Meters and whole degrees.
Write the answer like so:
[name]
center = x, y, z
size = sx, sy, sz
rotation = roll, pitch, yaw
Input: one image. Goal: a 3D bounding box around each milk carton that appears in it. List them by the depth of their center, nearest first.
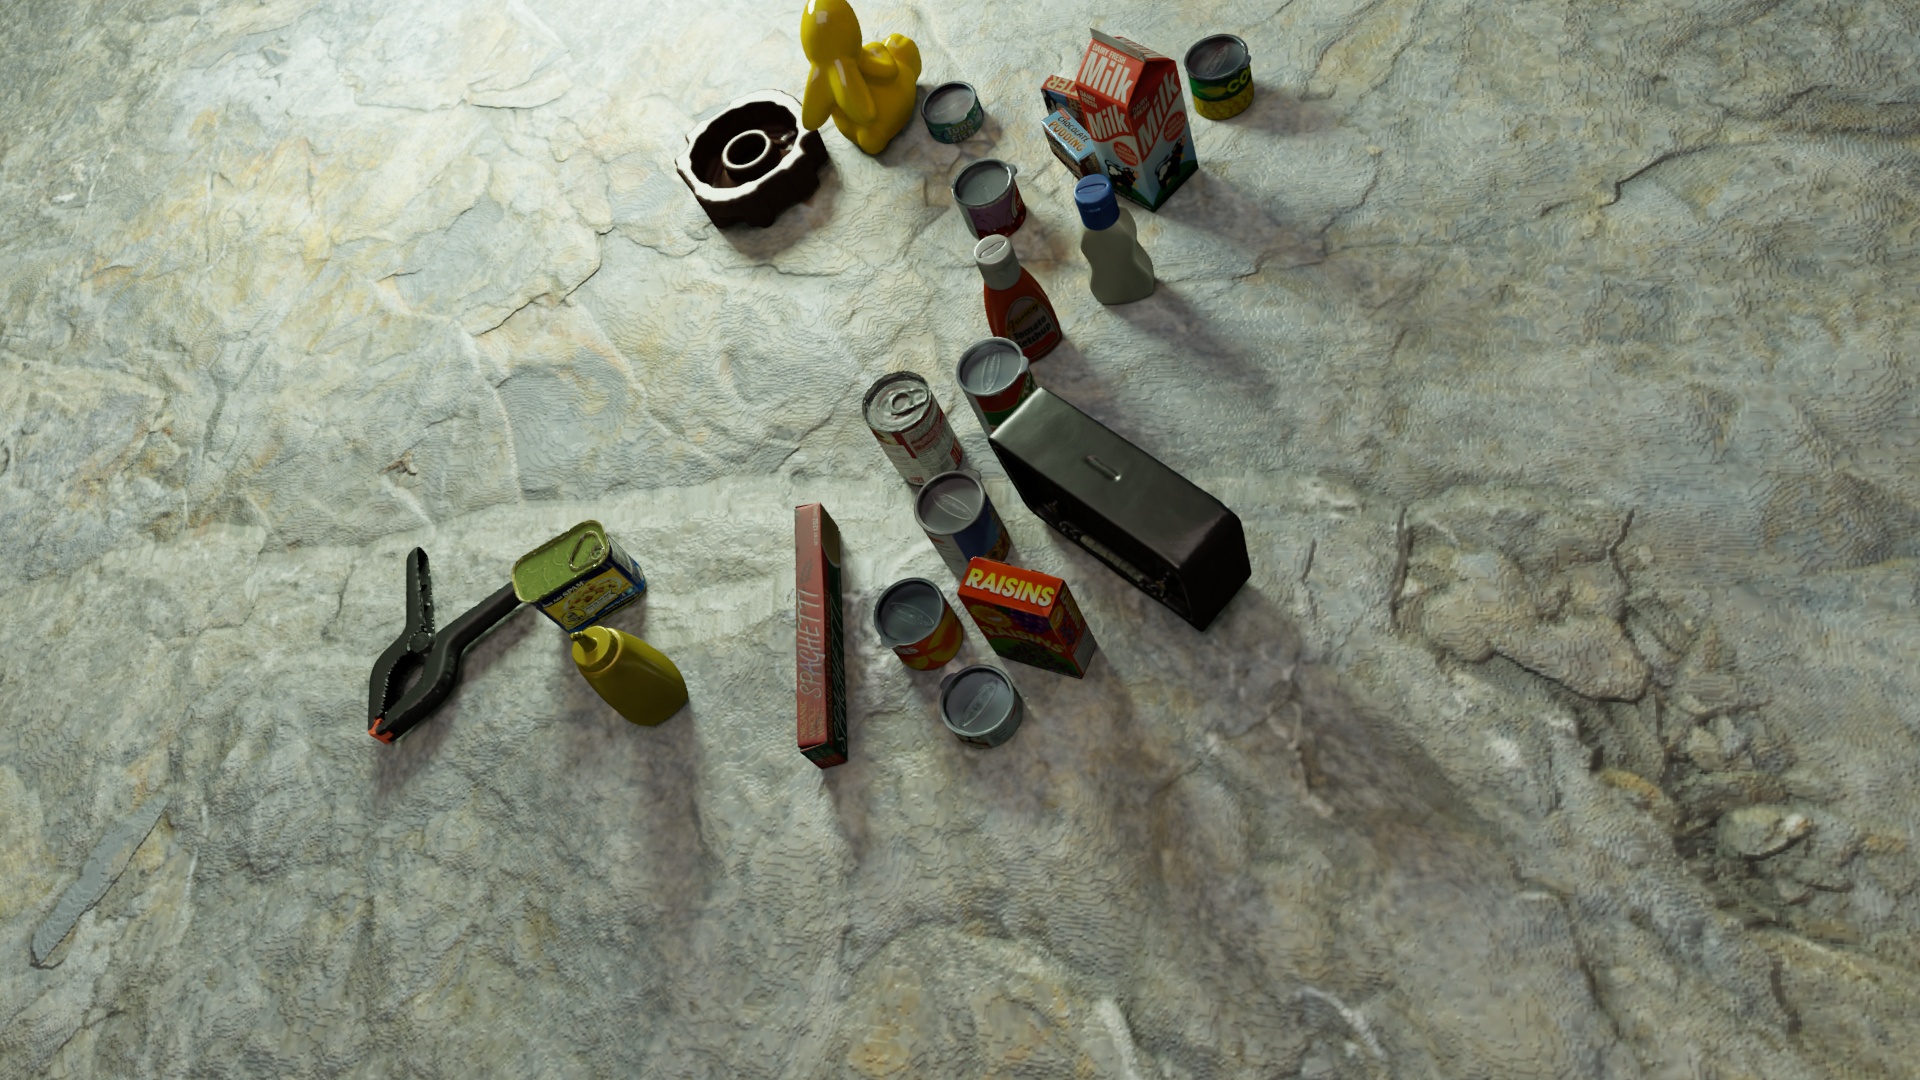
[milk carton]
center = 0.172, -0.421, 1.367
size = 0.073, 0.190, 0.072
rotation = -46, 57, -10

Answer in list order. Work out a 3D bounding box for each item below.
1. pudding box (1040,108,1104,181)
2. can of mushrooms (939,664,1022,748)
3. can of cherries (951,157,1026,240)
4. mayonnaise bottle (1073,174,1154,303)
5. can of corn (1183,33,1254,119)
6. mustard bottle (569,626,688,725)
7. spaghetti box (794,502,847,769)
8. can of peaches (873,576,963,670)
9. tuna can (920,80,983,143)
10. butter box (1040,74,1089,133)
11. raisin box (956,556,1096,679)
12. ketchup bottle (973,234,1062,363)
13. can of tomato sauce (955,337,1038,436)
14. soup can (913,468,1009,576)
[pudding box]
center = 0.122, -0.413, 1.465
size = 0.030, 0.049, 0.084
rotation = -33, 55, -1
[can of mushrooms]
center = 0.016, 0.141, 1.186
size = 0.071, 0.033, 0.071
rotation = -9, 58, 15
[can of cherries]
center = 0.033, -0.358, 1.459
size = 0.071, 0.058, 0.072
rotation = -9, 58, 15
[mayonnaise bottle]
center = 0.142, -0.285, 1.323
size = 0.065, 0.147, 0.041
rotation = -8, 59, 16
[can of corn]
center = 0.272, -0.482, 1.447
size = 0.071, 0.058, 0.071
rotation = -9, 58, 15
[mustard bottle]
center = -0.303, 0.113, 1.240
size = 0.065, 0.159, 0.049
rotation = -37, 56, -4
[spaghetti box]
center = -0.128, 0.083, 1.262
size = 0.028, 0.050, 0.251
rotation = -13, 57, 12
[can of peaches]
center = -0.038, 0.076, 1.229
size = 0.071, 0.058, 0.071
rotation = -9, 58, 15
[tuna can]
center = -0.008, -0.480, 1.561
size = 0.071, 0.032, 0.071
rotation = -9, 58, 15
[butter box]
center = 0.138, -0.461, 1.486
size = 0.103, 0.053, 0.024
rotation = 27, 73, 30
[raisin box]
center = 0.058, 0.065, 1.162
size = 0.086, 0.123, 0.040
rotation = 14, 67, 26
[ketchup bottle]
center = 0.050, -0.230, 1.323
size = 0.065, 0.148, 0.044
rotation = -33, 56, -1
[can of tomato sauce]
center = 0.041, -0.142, 1.314
size = 0.071, 0.082, 0.071
rotation = -9, 59, 15
[soup can]
center = 0.004, -0.016, 1.252
size = 0.071, 0.083, 0.071
rotation = -9, 59, 15
